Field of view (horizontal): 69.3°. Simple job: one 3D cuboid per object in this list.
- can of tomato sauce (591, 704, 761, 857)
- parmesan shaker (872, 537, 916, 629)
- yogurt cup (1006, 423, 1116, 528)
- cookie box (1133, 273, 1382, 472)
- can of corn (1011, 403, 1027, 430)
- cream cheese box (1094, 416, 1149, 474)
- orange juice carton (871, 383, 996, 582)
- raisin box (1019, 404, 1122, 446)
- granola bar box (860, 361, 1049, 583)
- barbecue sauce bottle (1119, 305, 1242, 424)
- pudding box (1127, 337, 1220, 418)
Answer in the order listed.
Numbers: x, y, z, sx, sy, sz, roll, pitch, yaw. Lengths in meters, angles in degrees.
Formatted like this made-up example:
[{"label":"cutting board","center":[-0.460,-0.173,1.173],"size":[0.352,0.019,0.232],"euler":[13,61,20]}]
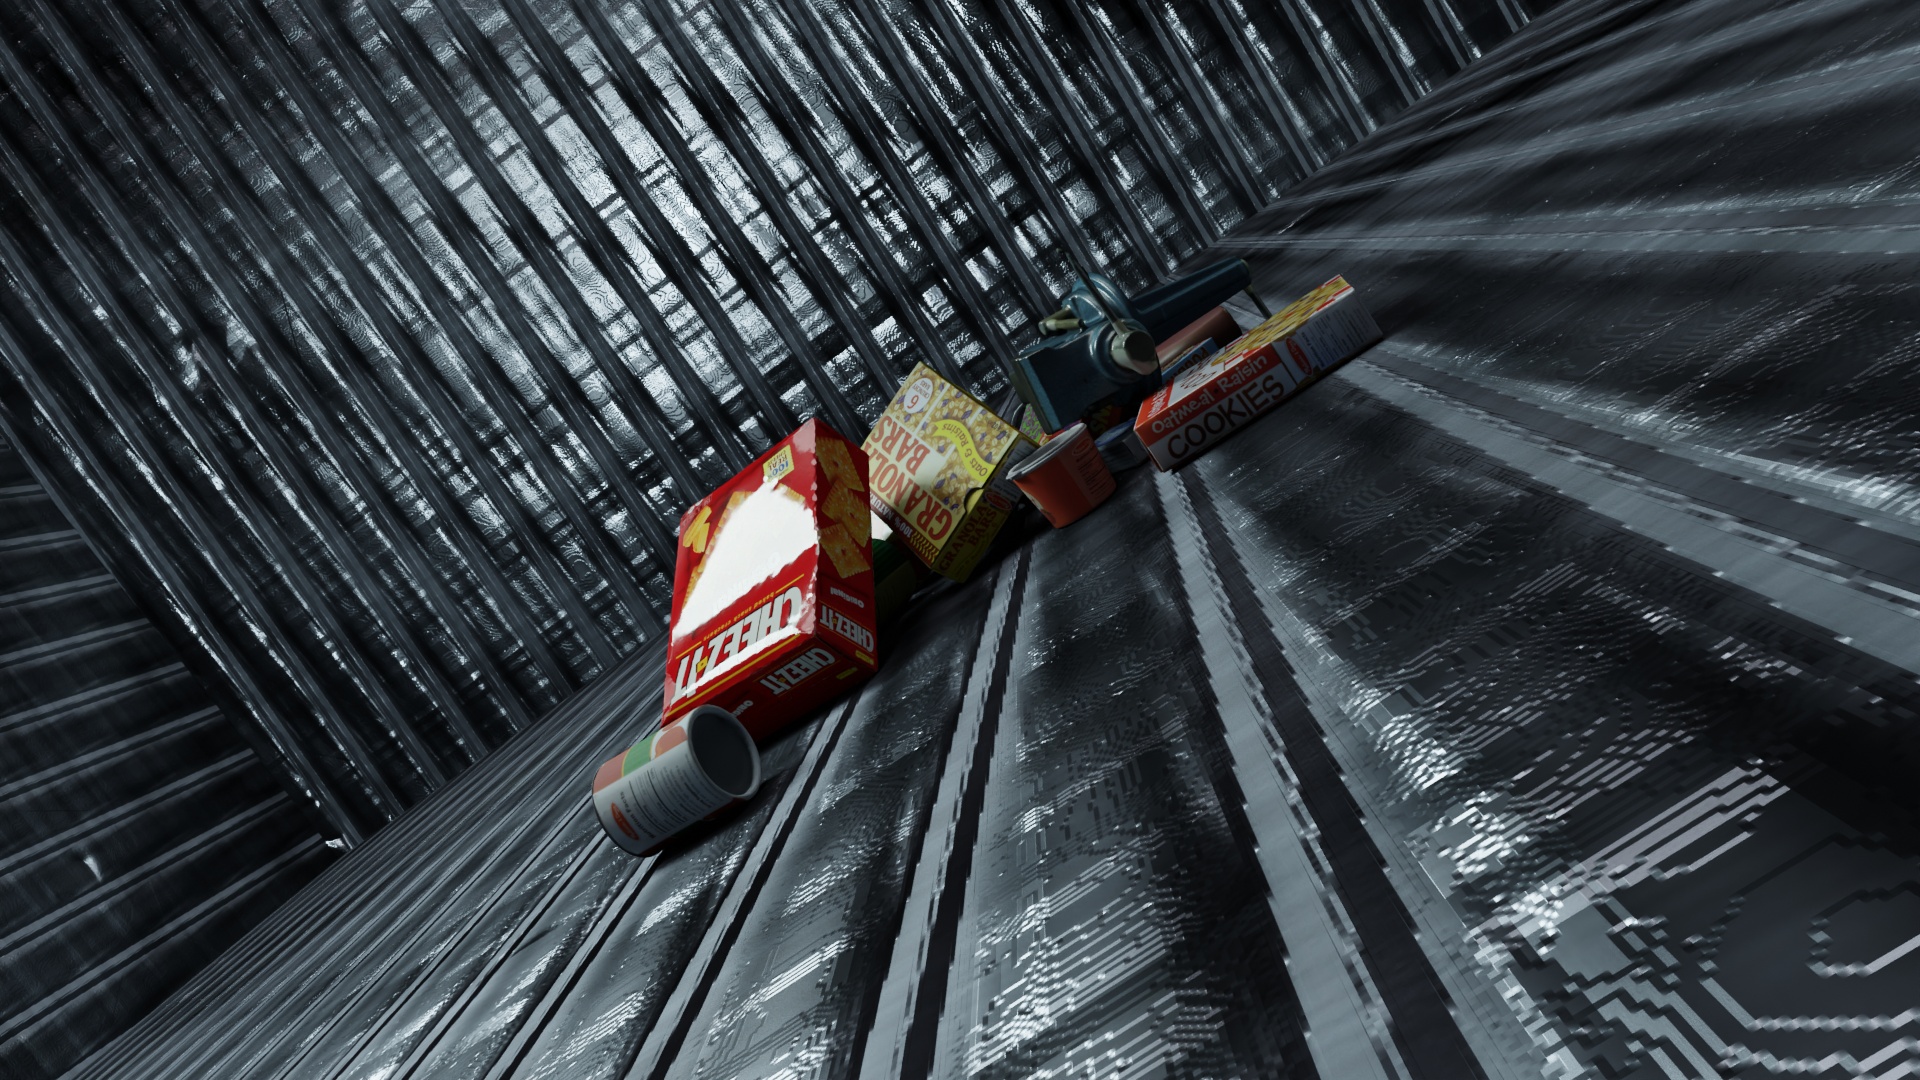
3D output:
[{"label":"can of tomato sauce","center":[-0.175,0.148,0.862],"size":[0.083,0.071,0.071],"euler":[-32,7,22]},{"label":"parmesan shaker","center":[-0.091,0.051,1.134],"size":[0.071,0.071,0.103],"euler":[-29,9,43]},{"label":"yogurt cup","center":[0.077,-0.046,1.015],"size":[0.072,0.054,0.072],"euler":[-35,7,5]},{"label":"cookie box","center":[0.201,-0.116,0.955],"size":[0.167,0.040,0.123],"euler":[-32,7,17]},{"label":"can of corn","center":[0.092,-0.120,1.415],"size":[0.071,0.071,0.058],"euler":[-33,7,20]},{"label":"cream cheese box","center":[0.130,-0.075,1.087],"size":[0.053,0.024,0.103],"euler":[-39,7,-18]},{"label":"orange juice carton","center":[-0.035,-0.036,1.209],"size":[0.192,0.073,0.072],"euler":[-49,48,12]},{"label":"raisin box","center":[0.099,-0.110,1.252],"size":[0.123,0.040,0.086],"euler":[-29,40,59]},{"label":"granola bar box","center":[-0.017,-0.058,1.112],"size":[0.124,0.039,0.166],"euler":[-56,40,6]},{"label":"barbecue sauce bottle","center":[0.189,-0.158,1.288],"size":[0.148,0.043,0.065],"euler":[-36,-1,2]},{"label":"pudding box","center":[0.189,-0.140,1.220],"size":[0.084,0.030,0.049],"euler":[-38,8,-17]}]
